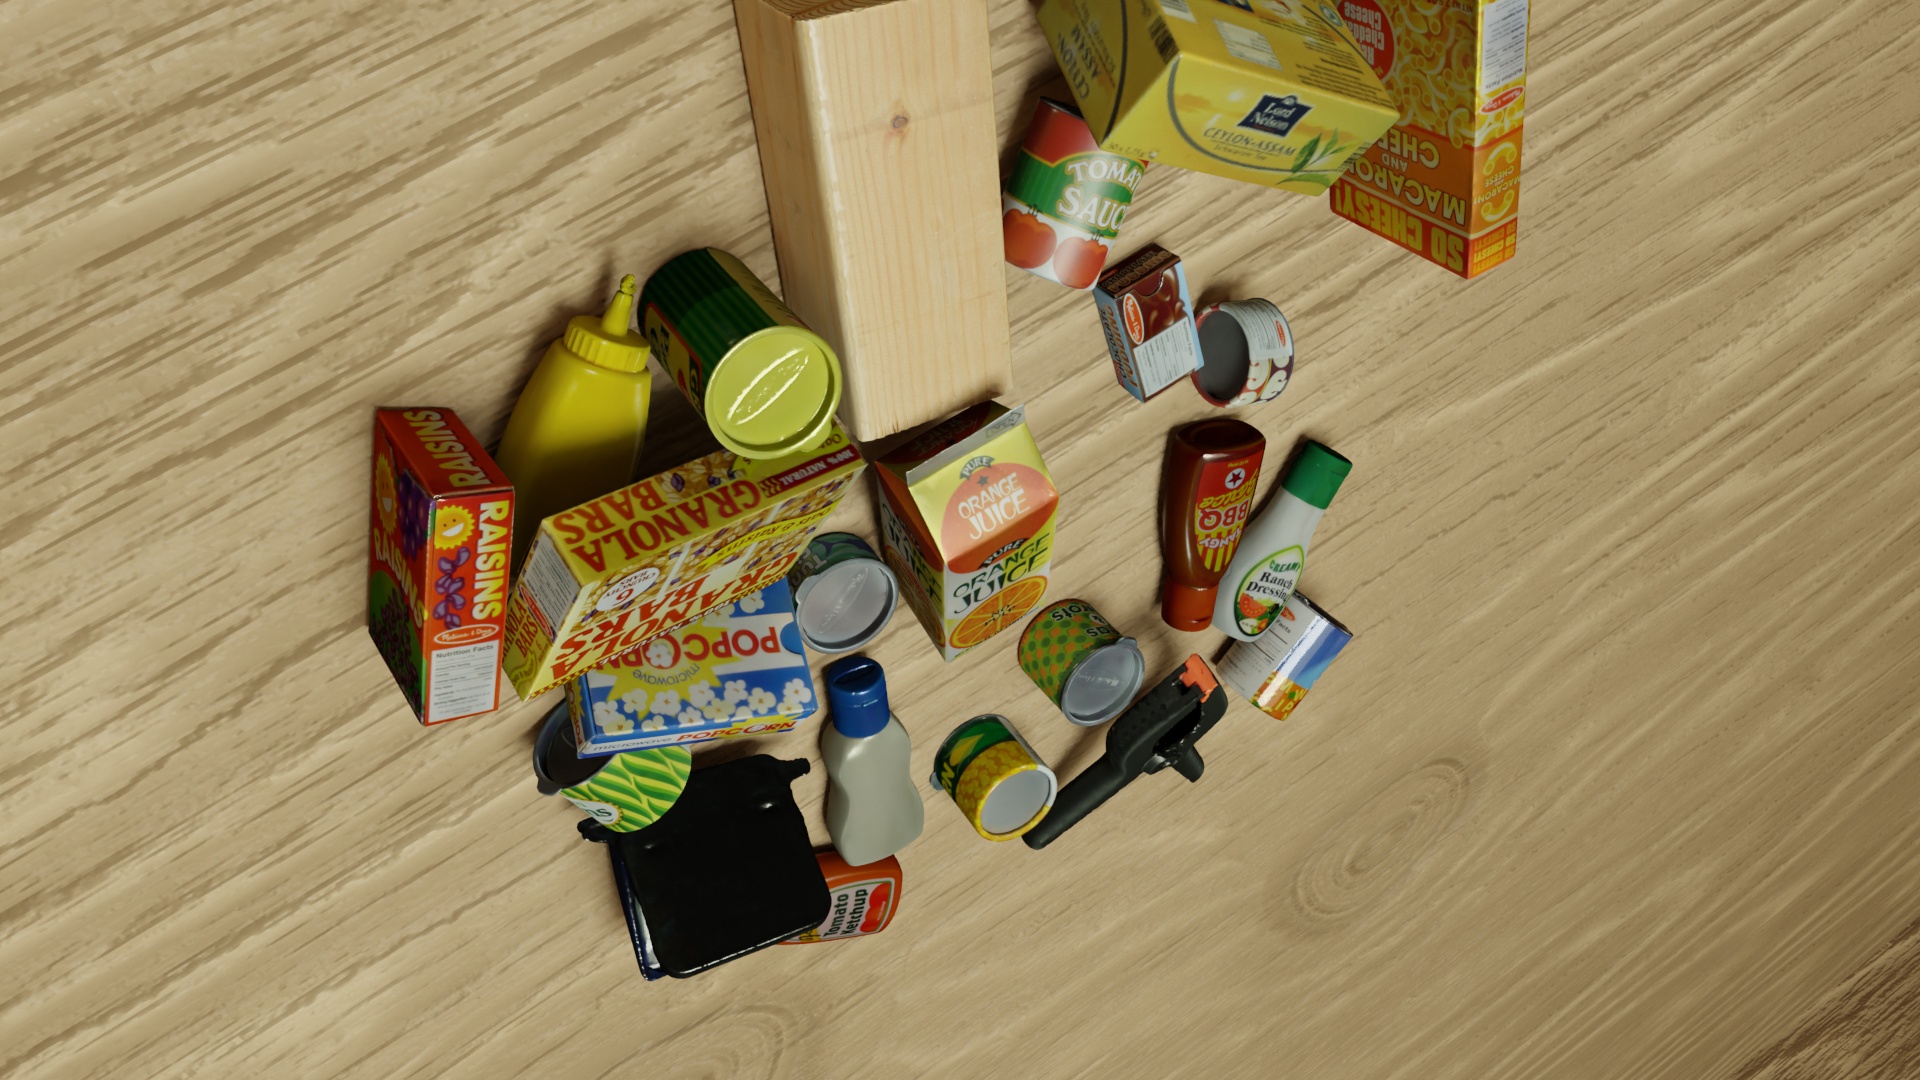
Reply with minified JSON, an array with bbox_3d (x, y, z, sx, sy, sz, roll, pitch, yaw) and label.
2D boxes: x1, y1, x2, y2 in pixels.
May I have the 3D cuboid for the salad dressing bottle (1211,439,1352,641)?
[{"bbox_3d":[0.226,0.000,0.989,0.064,0.044,0.147,16,109,-34],"label":"salad dressing bottle"}]

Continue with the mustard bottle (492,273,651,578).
[{"bbox_3d":[-0.184,-0.057,0.674,0.065,0.049,0.159,9,114,-41],"label":"mustard bottle"}]

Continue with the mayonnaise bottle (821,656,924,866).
[{"bbox_3d":[-0.060,0.142,0.897,0.065,0.041,0.147,-21,128,-23],"label":"mayonnaise bottle"}]

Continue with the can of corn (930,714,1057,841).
[{"bbox_3d":[0.022,0.165,0.954,0.071,0.058,0.070,-17,127,-24],"label":"can of corn"}]

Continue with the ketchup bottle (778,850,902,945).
[{"bbox_3d":[-0.114,0.241,0.925,0.149,0.044,0.064,1,119,-33],"label":"ketchup bottle"}]

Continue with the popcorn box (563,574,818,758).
[{"bbox_3d":[-0.149,0.065,0.751,0.127,0.085,0.038,-3,154,-32],"label":"popcorn box"}]

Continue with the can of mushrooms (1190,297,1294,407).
[{"bbox_3d":[0.172,-0.115,0.862,0.033,0.071,0.070,-10,125,-28],"label":"can of mushrooms"}]

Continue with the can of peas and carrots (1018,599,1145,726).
[{"bbox_3d":[0.082,0.080,0.937,0.071,0.059,0.070,-17,127,-24],"label":"can of peas and carrots"}]

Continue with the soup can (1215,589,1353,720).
[{"bbox_3d":[0.244,0.084,1.042,0.071,0.071,0.083,27,103,-42],"label":"soup can"}]

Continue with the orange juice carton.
[{"bbox_3d":[0.003,-0.010,0.762,0.072,0.073,0.192,-30,158,-13],"label":"orange juice carton"}]

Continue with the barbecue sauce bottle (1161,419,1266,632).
[{"bbox_3d":[0.165,-0.007,0.944,0.065,0.044,0.147,-14,126,-27],"label":"barbecue sauce bottle"}]

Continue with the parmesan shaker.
[{"bbox_3d":[-0.107,-0.089,0.666,0.071,0.103,0.071,-17,127,-23],"label":"parmesan shaker"}]

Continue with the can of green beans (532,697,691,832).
[{"bbox_3d":[-0.193,0.121,0.775,0.071,0.071,0.057,-40,134,-4],"label":"can of green beans"}]

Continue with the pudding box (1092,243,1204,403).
[{"bbox_3d":[0.114,-0.131,0.837,0.050,0.030,0.083,-32,132,-10],"label":"pudding box"}]

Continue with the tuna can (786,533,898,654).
[{"bbox_3d":[-0.074,0.030,0.816,0.071,0.033,0.070,-17,128,-24],"label":"tuna can"}]

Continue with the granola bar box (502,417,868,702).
[{"bbox_3d":[-0.139,0.006,0.685,0.166,0.039,0.123,-27,166,-40],"label":"granola bar box"}]

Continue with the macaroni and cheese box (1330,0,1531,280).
[{"bbox_3d":[0.263,-0.248,0.793,0.040,0.124,0.165,-28,132,-14],"label":"macaroni and cheese box"}]

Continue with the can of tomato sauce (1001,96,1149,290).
[{"bbox_3d":[0.058,-0.183,0.737,0.071,0.071,0.082,7,116,-37],"label":"can of tomato sauce"}]

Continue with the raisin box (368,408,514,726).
[{"bbox_3d":[-0.246,0.011,0.652,0.040,0.086,0.122,-8,124,-37],"label":"raisin box"}]
